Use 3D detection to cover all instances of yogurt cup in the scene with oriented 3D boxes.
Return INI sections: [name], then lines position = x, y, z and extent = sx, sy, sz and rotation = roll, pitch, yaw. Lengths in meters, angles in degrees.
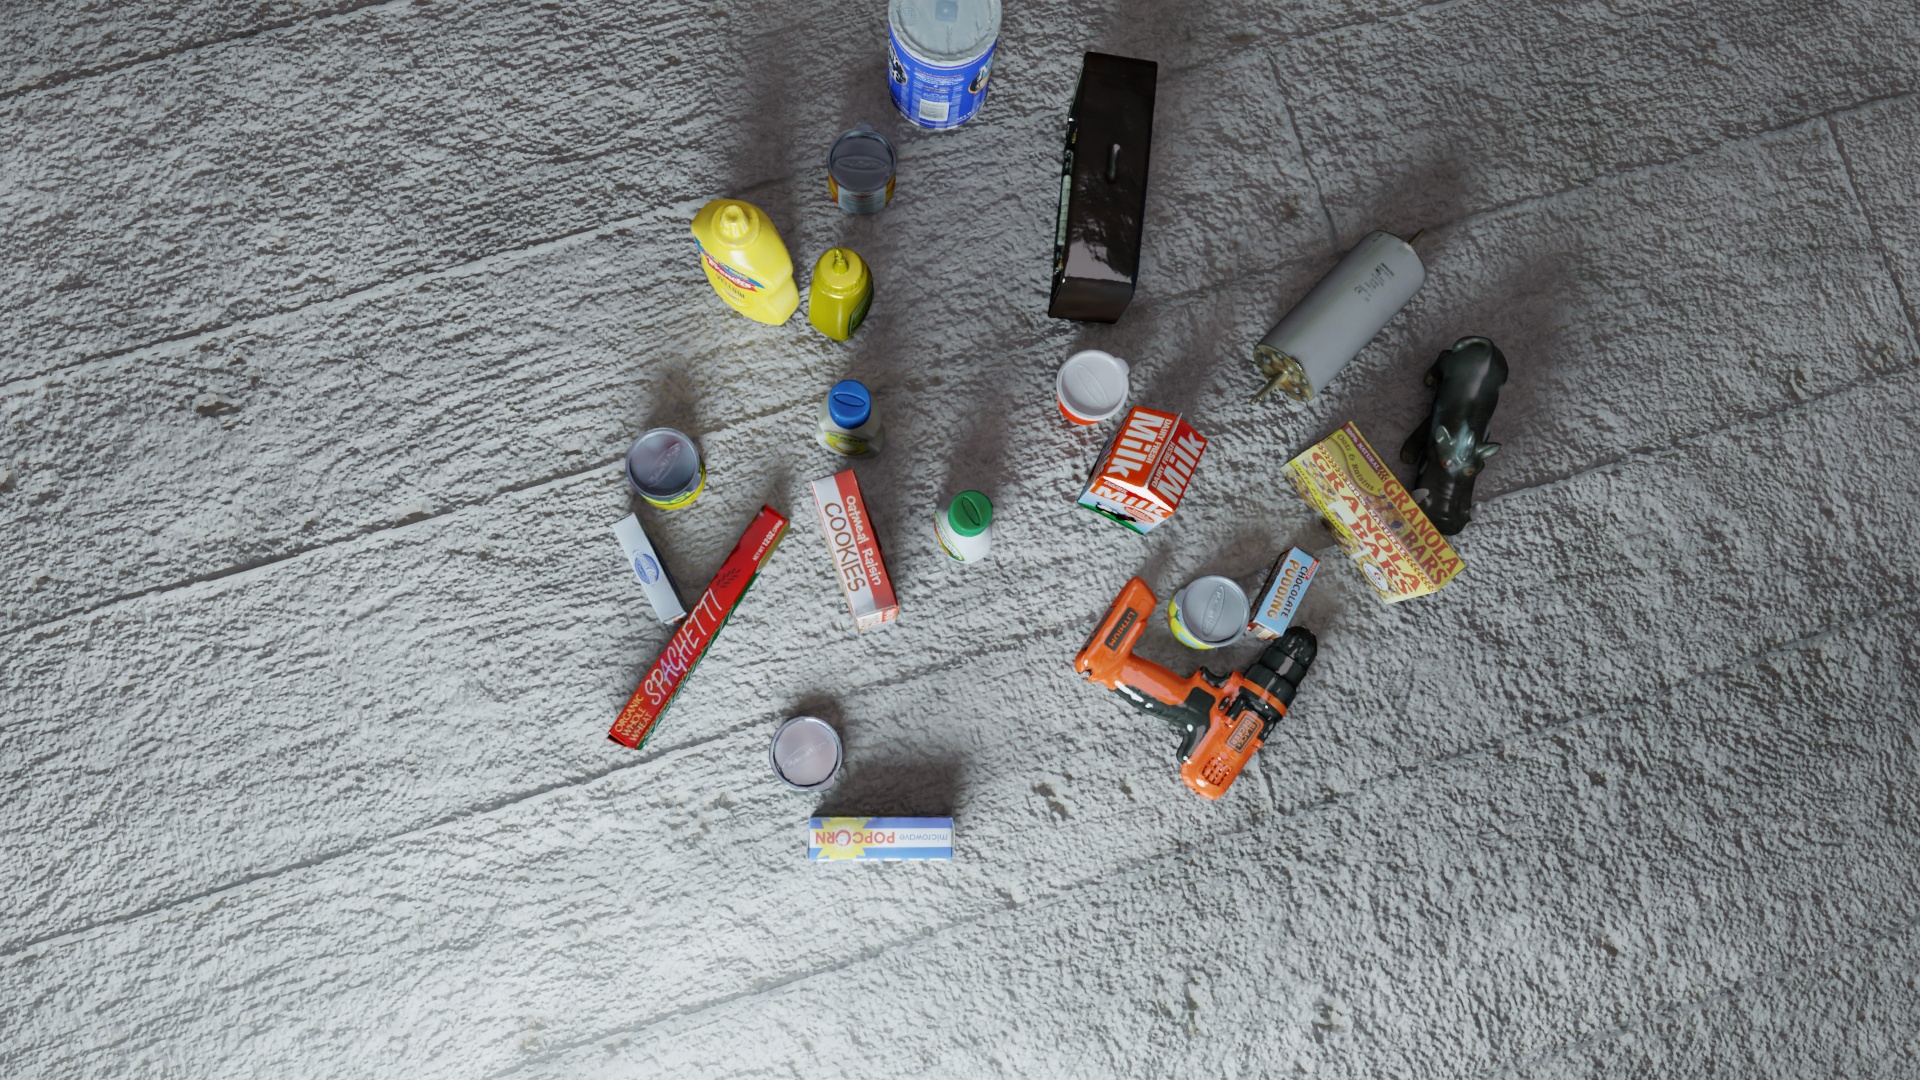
[yogurt cup]
position = 0.121, -0.141, 1.314
extent = 0.072, 0.054, 0.072
rotation = 1, 81, -4

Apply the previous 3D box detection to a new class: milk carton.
[milk carton]
position = 0.162, -0.063, 1.236
extent = 0.073, 0.190, 0.072
rotation = 26, 81, 0

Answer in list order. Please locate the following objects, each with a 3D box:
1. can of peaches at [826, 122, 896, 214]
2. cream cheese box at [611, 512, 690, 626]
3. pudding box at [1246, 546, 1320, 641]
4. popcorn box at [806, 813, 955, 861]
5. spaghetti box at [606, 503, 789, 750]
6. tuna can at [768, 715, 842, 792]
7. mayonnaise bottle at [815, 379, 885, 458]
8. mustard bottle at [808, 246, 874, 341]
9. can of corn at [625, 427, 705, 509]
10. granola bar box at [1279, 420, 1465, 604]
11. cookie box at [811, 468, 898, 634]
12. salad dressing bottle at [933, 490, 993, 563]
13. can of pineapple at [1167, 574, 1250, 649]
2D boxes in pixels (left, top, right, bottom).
[can of peaches]
position = -0.094, -0.355, 1.330
extent = 0.071, 0.058, 0.071
rotation = 1, 81, -4
[cream cheese box]
position = -0.280, 0.028, 1.259
extent = 0.024, 0.053, 0.104
rotation = -28, 84, -7
[pudding box]
position = 0.300, 0.050, 1.299
extent = 0.030, 0.049, 0.084
rotation = 30, 80, 1
[popcorn box]
position = -0.070, 0.260, 1.222
extent = 0.127, 0.085, 0.038
rotation = 1, 82, -4
[spaghetti box]
position = -0.234, 0.079, 1.256
extent = 0.029, 0.050, 0.250
rotation = 33, 80, 1
[tuna can]
position = -0.138, 0.194, 1.254
extent = 0.071, 0.033, 0.071
rotation = 1, 81, -4
[mayonnaise bottle]
position = -0.099, -0.108, 1.246
extent = 0.065, 0.148, 0.041
rotation = 14, 81, -2
[mustard bottle]
position = -0.108, -0.229, 1.258
extent = 0.049, 0.160, 0.065
rotation = 29, 81, 1
[can of corn]
position = -0.267, -0.063, 1.272
extent = 0.071, 0.058, 0.071
rotation = 1, 81, -4
[granola bar box]
position = 0.377, -0.023, 1.278
extent = 0.039, 0.124, 0.165
rotation = -36, 85, -8
[cookie box]
position = -0.091, 0.013, 1.217
extent = 0.040, 0.167, 0.123
rotation = -18, 83, -6
[salad dressing bottle]
position = 0.004, -0.016, 1.239
extent = 0.044, 0.147, 0.064
rotation = -28, 85, -7
[can of pineapple]
position = 0.228, 0.066, 1.287
extent = 0.071, 0.057, 0.071
rotation = 1, 81, -4
